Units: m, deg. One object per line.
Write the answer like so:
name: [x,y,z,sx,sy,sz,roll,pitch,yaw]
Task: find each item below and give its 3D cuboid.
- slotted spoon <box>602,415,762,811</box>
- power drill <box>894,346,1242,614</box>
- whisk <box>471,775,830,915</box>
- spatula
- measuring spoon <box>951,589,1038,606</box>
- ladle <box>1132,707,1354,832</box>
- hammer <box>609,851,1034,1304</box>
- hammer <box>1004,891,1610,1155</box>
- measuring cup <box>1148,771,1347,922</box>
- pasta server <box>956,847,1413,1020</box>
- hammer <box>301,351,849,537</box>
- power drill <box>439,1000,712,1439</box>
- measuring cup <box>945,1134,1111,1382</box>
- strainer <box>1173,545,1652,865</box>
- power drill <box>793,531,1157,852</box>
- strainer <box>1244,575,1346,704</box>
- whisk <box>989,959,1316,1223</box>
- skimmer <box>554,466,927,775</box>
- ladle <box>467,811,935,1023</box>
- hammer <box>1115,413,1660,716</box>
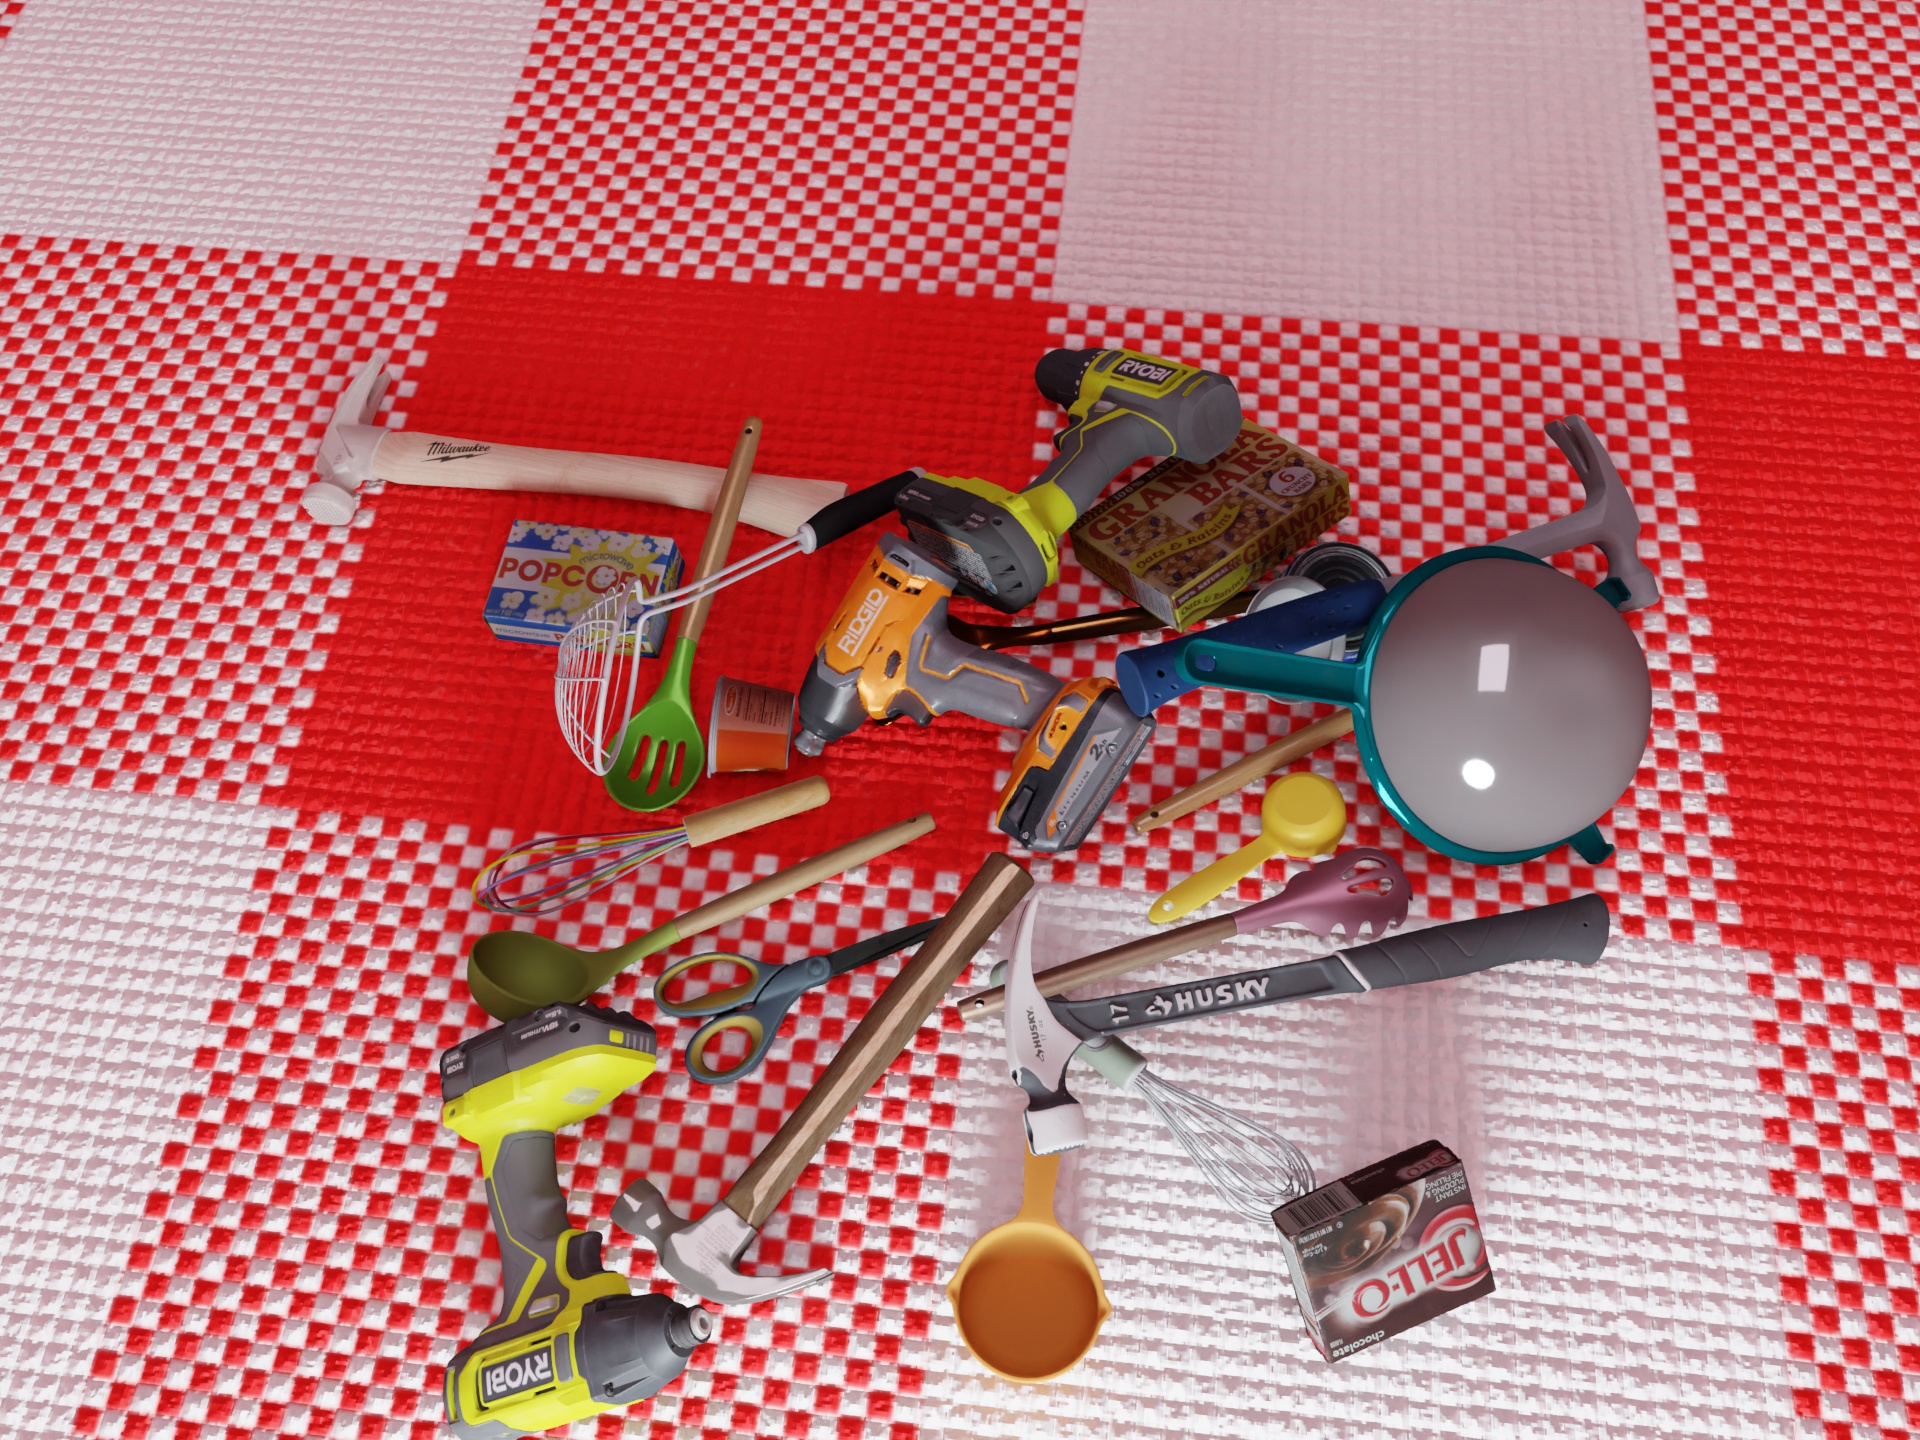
slotted spoon: [-0.187,-0.080,1.143,0.070,0.031,0.314,11,72,7]
power drill: [0.066,-0.191,1.160,0.228,0.080,0.191,-42,41,-17]
whisk: [-0.205,0.080,1.068,0.245,0.051,0.047,-17,108,-14]
spatula: [0.087,-0.063,1.148,0.322,0.041,0.081,-9,64,-7]
measuring spoon: [0.000,-0.097,1.176,0.117,0.011,0.021,7,57,10]
ladle: [0.259,0.005,1.104,0.315,0.031,0.069,-26,63,-8]
hammer: [-0.063,0.218,1.000,0.130,0.031,0.331,35,73,17]
hammer: [0.221,0.154,0.983,0.409,0.036,0.149,-8,72,-15]
measuring cup: [0.189,0.086,1.059,0.156,0.029,0.062,-31,54,-12]
pasta server: [0.149,0.142,1.022,0.316,0.040,0.060,-16,63,-9]
hammer: [-0.287,-0.197,1.223,0.410,0.038,0.146,7,63,6]
power drill: [-0.228,0.288,0.929,0.171,0.080,0.223,-25,61,21]
measuring cup: [0.045,0.304,0.950,0.095,0.052,0.174,5,62,5]
strainer: [0.303,-0.020,0.990,0.340,0.095,0.211,7,85,-19]
power drill: [-0.002,-0.003,1.074,0.226,0.084,0.164,34,97,16]
strainer: [0.281,-0.077,1.093,0.258,0.050,0.087,-20,102,-15]
whisk: [0.115,0.226,0.989,0.246,0.059,0.058,35,58,23]
skimmer: [-0.132,-0.087,1.095,0.090,0.127,0.363,39,50,24]
ladle: [-0.166,0.118,1.050,0.320,0.062,0.078,-22,36,-12]
hammer: [0.286,-0.090,1.058,0.405,0.035,0.144,-19,92,-18]
